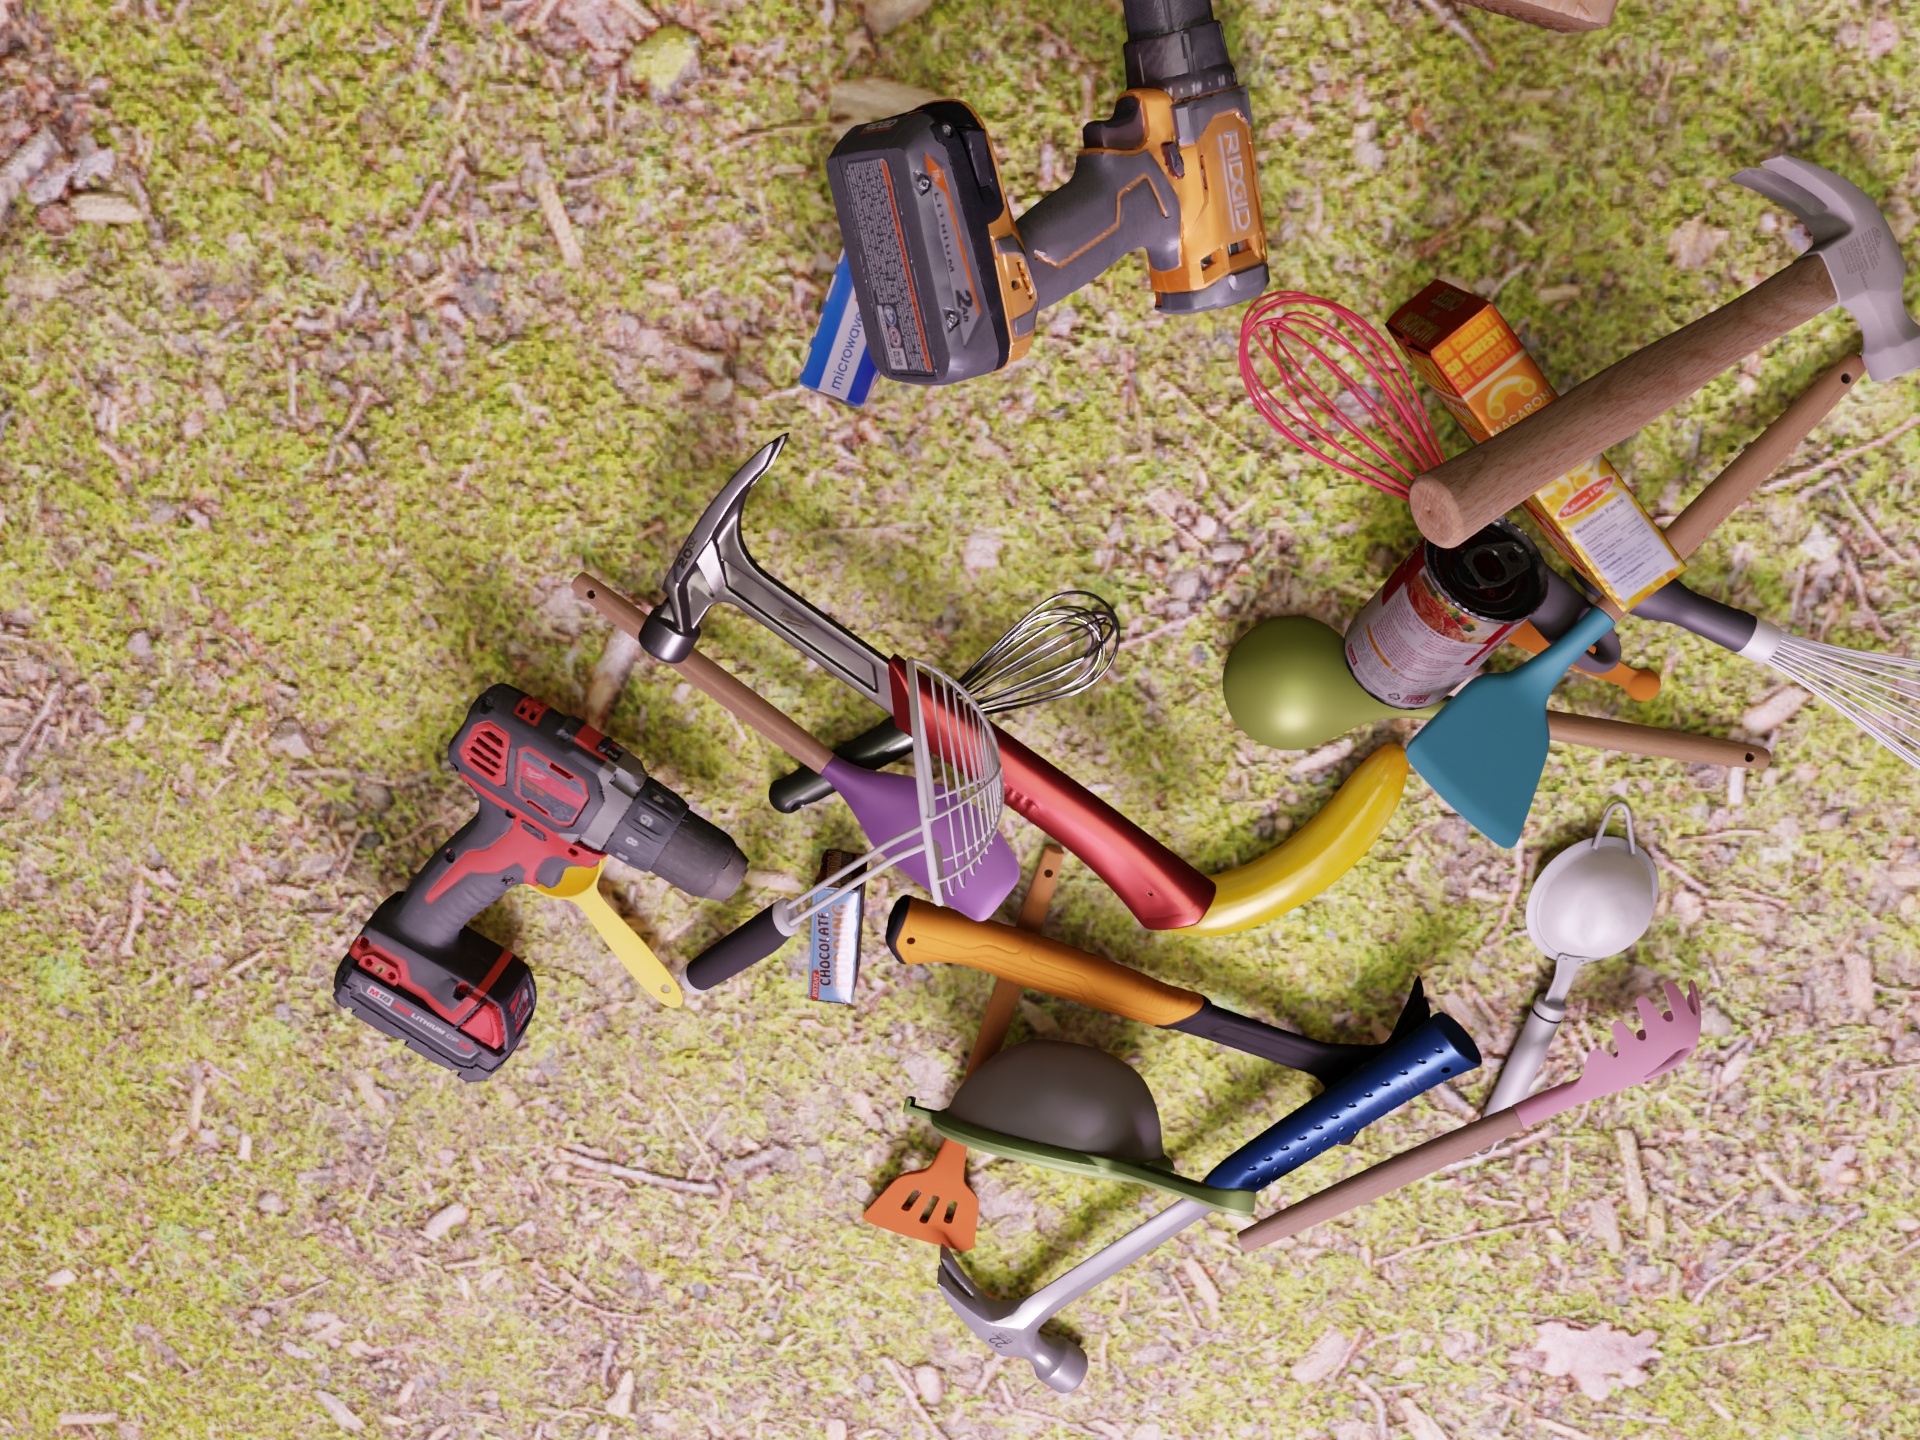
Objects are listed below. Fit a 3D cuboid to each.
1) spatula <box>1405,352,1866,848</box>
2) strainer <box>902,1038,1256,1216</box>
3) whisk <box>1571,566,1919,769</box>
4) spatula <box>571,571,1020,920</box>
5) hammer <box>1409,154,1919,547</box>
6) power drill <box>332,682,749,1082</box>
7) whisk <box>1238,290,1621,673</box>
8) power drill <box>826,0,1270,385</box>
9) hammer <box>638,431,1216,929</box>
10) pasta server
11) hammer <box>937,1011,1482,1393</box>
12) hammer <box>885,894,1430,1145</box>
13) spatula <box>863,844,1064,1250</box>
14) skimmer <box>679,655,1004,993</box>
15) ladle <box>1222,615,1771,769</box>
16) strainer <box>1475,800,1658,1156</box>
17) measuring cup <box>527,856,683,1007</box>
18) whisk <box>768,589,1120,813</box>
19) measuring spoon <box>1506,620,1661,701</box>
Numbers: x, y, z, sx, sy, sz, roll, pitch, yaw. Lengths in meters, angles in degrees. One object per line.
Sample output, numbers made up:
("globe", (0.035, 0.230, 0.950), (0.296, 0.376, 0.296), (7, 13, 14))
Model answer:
("spatula", (0.368, -0.073, 0.848), (0.082, 0.044, 0.317), (42, 97, -7))
("strainer", (0.087, 0.230, 0.929), (0.151, 0.256, 0.069), (15, 80, -28))
("whisk", (0.472, -0.032, 0.884), (0.284, 0.070, 0.070), (24, 112, 2))
("spatula", (-0.098, 0.009, 0.940), (0.316, 0.018, 0.059), (36, 103, -1))
("hammer", (0.337, -0.169, 0.755), (0.331, 0.031, 0.130), (-30, 98, -22))
("power drill", (-0.254, 0.109, 0.966), (0.188, 0.080, 0.226), (33, 108, -8))
("whisk", (0.259, -0.122, 0.863), (0.295, 0.073, 0.073), (40, 110, -15))
("power drill", (0.051, -0.271, 0.762), (0.226, 0.084, 0.185), (-26, 115, -29))
("hammer", (-0.001, -0.003, 0.899), (0.359, 0.037, 0.149), (35, 114, -4))
("pasta server", (0.311, 0.247, 0.970), (0.316, 0.040, 0.060), (-27, 144, 6))
("hammer", (0.154, 0.306, 1.024), (0.144, 0.035, 0.405), (40, 116, -18))
("hammer", (0.118, 0.168, 0.983), (0.337, 0.034, 0.127), (19, 120, -7))
("spatula", (0.013, 0.223, 1.044), (0.081, 0.041, 0.322), (17, 108, -2))
("skimmer", (-0.092, 0.086, 0.899), (0.090, 0.127, 0.363), (13, 147, -35))
("ladle", (0.310, -0.003, 0.921), (0.320, 0.062, 0.078), (9, 95, -6))
("strainer", (0.369, 0.172, 0.982), (0.087, 0.050, 0.258), (7, 116, -13))
("measuring cup", (-0.225, 0.121, 1.023), (0.062, 0.029, 0.156), (-29, 109, 16))
("whisk", (-0.014, -0.005, 0.947), (0.246, 0.057, 0.059), (-28, 72, 18))
("measuring spoon", (0.350, -0.039, 0.912), (0.117, 0.011, 0.021), (24, 112, -4))
